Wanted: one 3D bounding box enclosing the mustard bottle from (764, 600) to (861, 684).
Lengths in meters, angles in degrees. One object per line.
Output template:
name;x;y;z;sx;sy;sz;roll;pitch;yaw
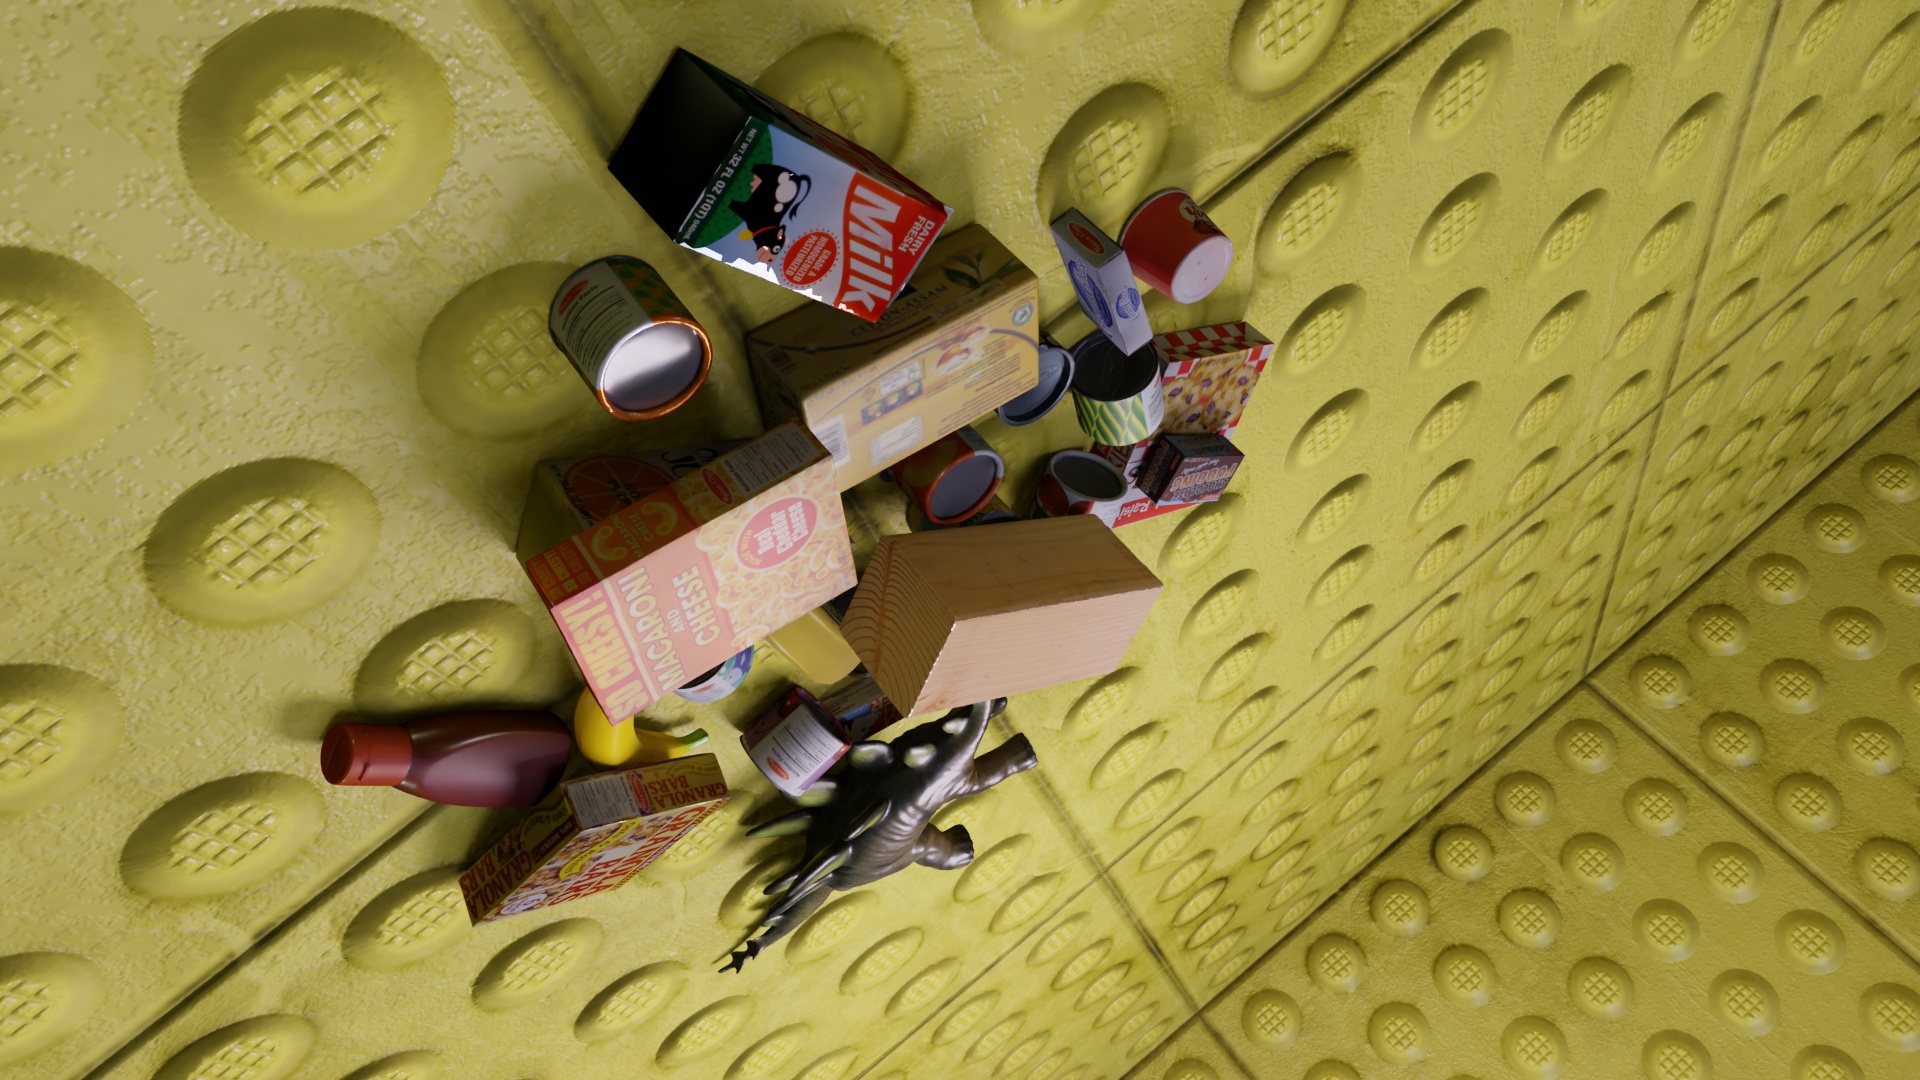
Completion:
mustard bottle;-0.121;0.044;0.948;0.049;0.065;0.159;-39;144;0

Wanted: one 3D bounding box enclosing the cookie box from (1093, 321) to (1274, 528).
cookie box;0.170;-0.092;1.123;0.123;0.040;0.166;-15;138;-37

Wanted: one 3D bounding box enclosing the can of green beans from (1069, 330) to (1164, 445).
can of green beans;0.114;-0.111;1.014;0.071;0.071;0.057;-36;148;-10

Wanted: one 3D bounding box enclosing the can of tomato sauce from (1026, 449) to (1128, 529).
can of tomato sauce;0.086;-0.021;1.094;0.071;0.071;0.082;-14;138;-37

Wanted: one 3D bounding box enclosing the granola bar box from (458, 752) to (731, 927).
granola bar box;-0.256;0.208;0.968;0.124;0.039;0.165;-3;151;-48

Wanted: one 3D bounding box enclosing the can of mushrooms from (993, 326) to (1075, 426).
can of mushrooms;0.044;-0.117;0.963;0.071;0.033;0.070;-28;145;-21

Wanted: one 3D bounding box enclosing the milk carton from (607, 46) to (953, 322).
milk carton;-0.078;-0.174;0.725;0.190;0.073;0.072;13;118;-53

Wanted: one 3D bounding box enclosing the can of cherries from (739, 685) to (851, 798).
can of cherries;-0.127;0.153;1.071;0.058;0.072;0.071;-44;148;2

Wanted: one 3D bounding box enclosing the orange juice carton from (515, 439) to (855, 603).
orange juice carton;-0.158;-0.008;0.837;0.193;0.072;0.072;-10;136;-40

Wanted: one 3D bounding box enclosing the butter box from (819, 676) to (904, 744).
butter box;-0.067;0.133;1.146;0.104;0.024;0.052;-27;145;-24

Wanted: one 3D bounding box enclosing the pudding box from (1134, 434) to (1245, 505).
pudding box;0.183;-0.057;1.110;0.084;0.030;0.049;-4;132;-44

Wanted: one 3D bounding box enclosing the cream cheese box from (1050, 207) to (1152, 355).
cream cheese box;0.096;-0.173;0.934;0.024;0.053;0.103;-38;148;-2

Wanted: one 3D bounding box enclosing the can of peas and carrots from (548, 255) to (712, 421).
can of peas and carrots;-0.169;-0.104;0.723;0.071;0.059;0.070;-28;145;-21

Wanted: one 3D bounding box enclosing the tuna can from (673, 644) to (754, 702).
tuna can;-0.173;0.070;0.922;0.071;0.071;0.032;-40;149;-3

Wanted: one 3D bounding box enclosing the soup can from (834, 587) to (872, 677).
soup can;-0.050;0.069;1.051;0.084;0.071;0.071;0;129;-48

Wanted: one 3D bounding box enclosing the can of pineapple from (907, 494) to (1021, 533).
can of pineapple;0.004;-0.013;1.019;0.071;0.058;0.070;-28;145;-22

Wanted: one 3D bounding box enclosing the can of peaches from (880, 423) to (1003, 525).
can of peaches;-0.014;-0.051;0.955;0.071;0.058;0.071;-28;145;-22

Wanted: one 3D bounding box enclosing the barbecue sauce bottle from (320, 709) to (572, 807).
barbecue sauce bottle;-0.316;0.134;0.860;0.148;0.044;0.064;14;109;-53

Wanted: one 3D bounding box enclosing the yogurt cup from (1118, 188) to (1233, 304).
yogurt cup;0.151;-0.200;0.960;0.072;0.054;0.072;-27;145;-21

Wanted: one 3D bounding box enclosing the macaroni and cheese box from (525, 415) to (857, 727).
macaroni and cheese box;-0.144;0.019;0.775;0.167;0.040;0.123;-30;146;-18
